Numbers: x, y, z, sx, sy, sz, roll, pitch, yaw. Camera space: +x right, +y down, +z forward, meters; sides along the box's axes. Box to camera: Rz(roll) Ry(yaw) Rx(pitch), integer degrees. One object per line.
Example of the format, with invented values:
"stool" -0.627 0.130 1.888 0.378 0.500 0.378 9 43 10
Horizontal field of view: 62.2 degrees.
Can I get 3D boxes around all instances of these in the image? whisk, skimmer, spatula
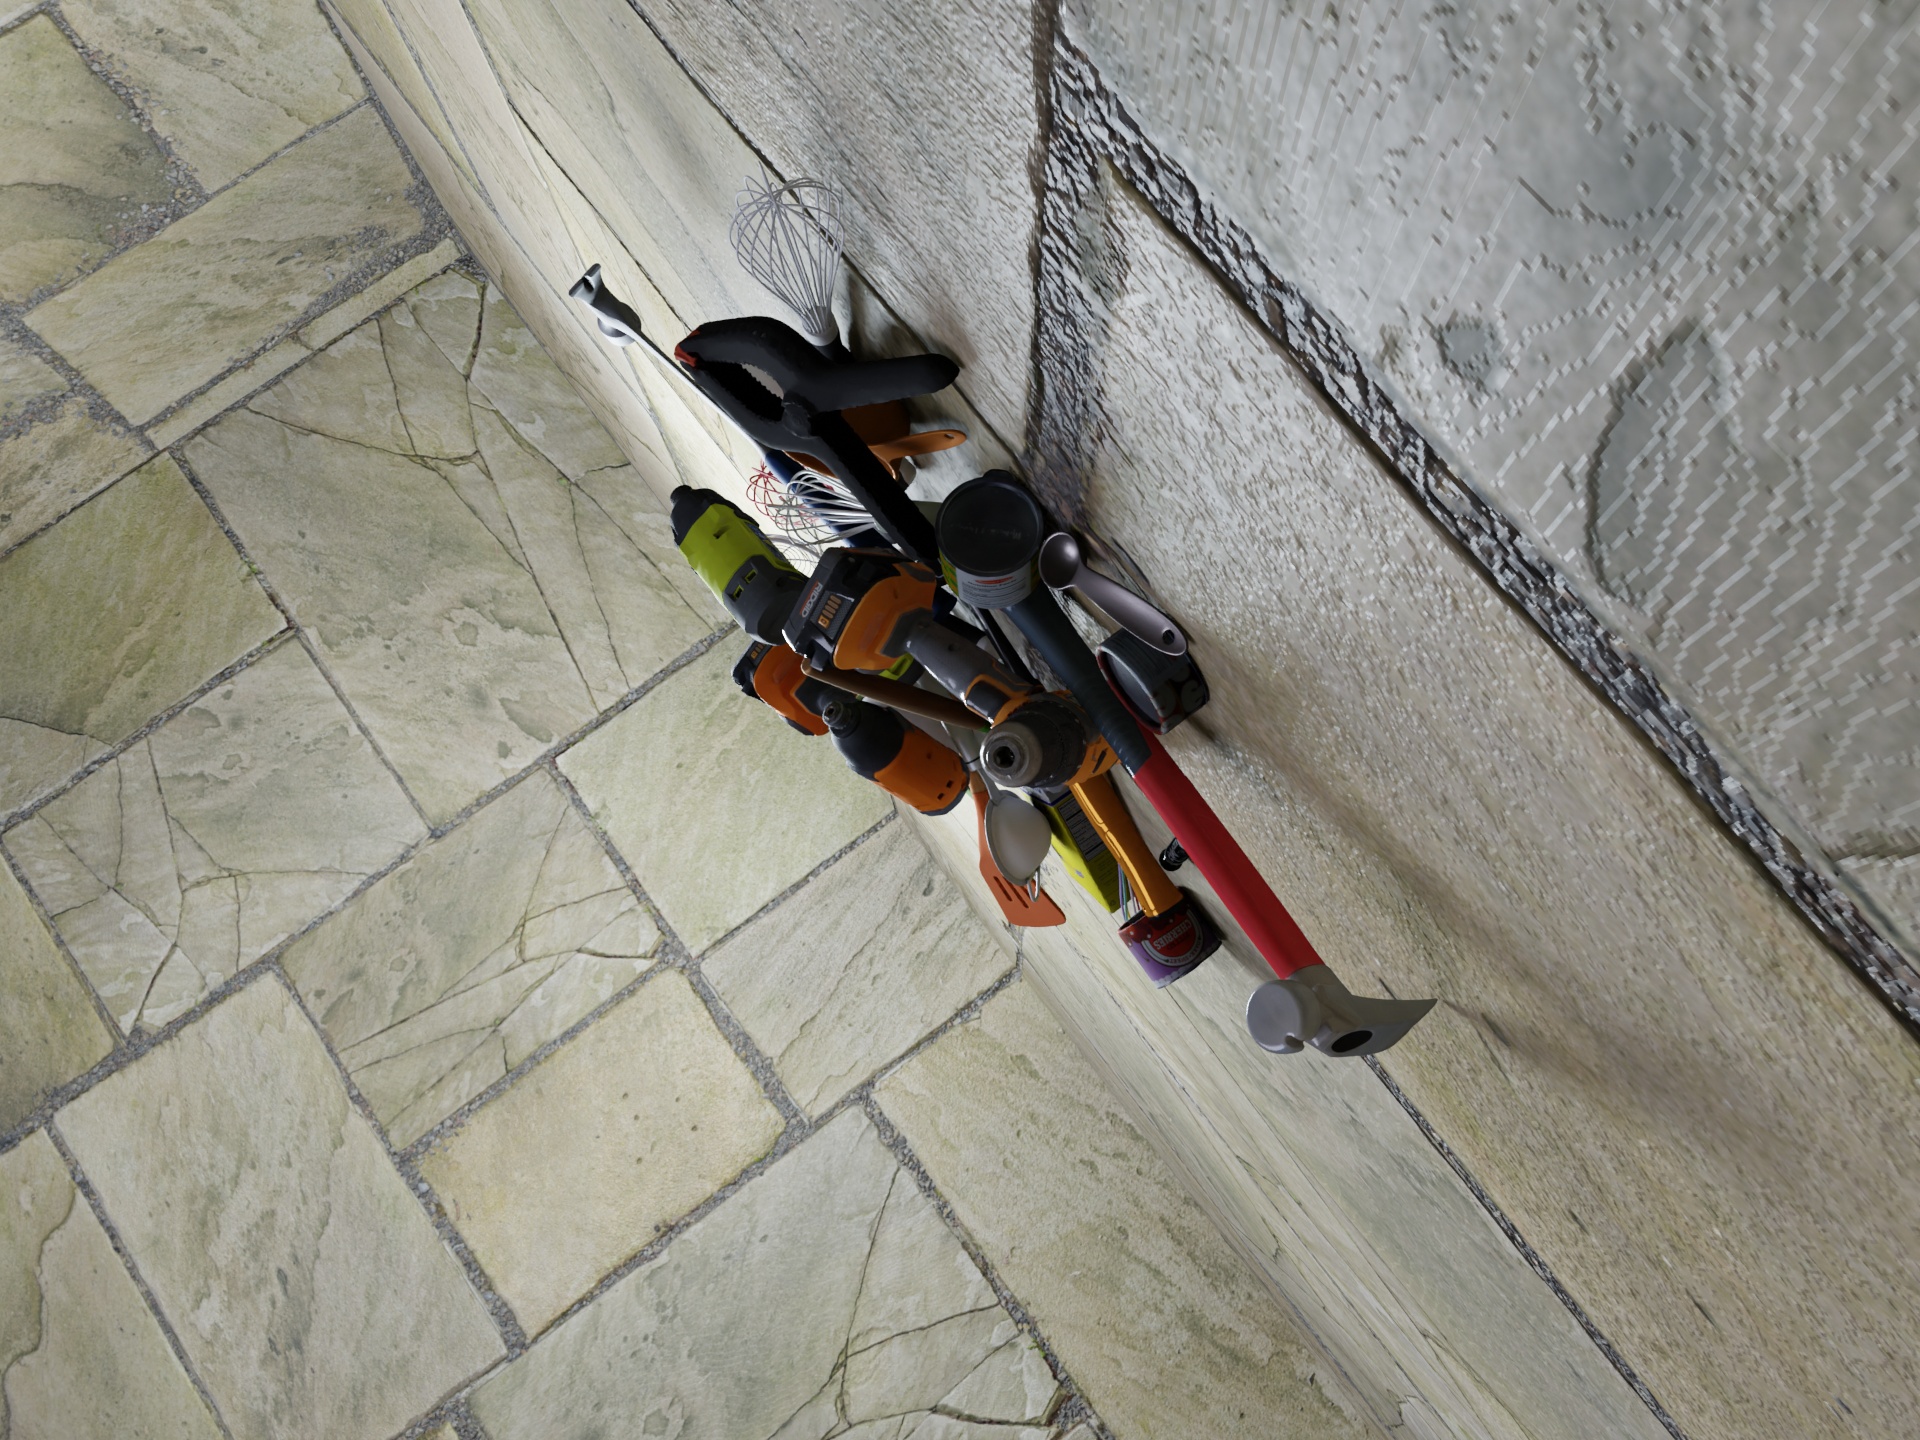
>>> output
"whisk" 0.139 0.121 1.346 0.047 0.051 0.244 53 171 49
"skimmer" -0.099 -0.091 1.434 0.364 0.090 0.127 28 161 48
"whisk" -0.119 -0.194 1.422 0.296 0.073 0.073 30 155 56
"whisk" -0.057 -0.147 1.141 0.246 0.059 0.058 13 100 48
"whisk" -0.095 -0.267 1.023 0.070 0.070 0.284 52 176 11
"spatula" 0.017 0.038 1.436 0.081 0.041 0.322 -13 93 52

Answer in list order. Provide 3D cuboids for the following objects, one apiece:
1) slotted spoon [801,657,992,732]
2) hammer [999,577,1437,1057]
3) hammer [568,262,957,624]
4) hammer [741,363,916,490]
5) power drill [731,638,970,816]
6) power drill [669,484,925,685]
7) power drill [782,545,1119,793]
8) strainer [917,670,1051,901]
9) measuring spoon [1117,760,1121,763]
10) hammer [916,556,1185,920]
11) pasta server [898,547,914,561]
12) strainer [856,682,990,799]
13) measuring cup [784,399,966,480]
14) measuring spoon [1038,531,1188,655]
"slotted spoon" -0.002 -0.004 1.204 0.313 0.031 0.070 18 -144 -46
"hammer" 0.133 0.039 0.964 0.143 0.038 0.387 9 -142 -43
"hammer" -0.162 -0.222 1.287 0.405 0.035 0.144 43 179 7
"hammer" -0.143 -0.252 1.334 0.149 0.036 0.409 40 179 -18
"power drill" -0.107 -0.010 1.403 0.227 0.084 0.164 37 180 43
"power drill" -0.128 -0.107 1.272 0.171 0.080 0.223 48 -167 35
"power drill" -0.006 -0.028 1.053 0.226 0.084 0.185 34 -164 14
"strainer" 0.020 0.042 1.369 0.258 0.050 0.087 59 -147 -9
"measuring spoon" 0.087 0.031 1.142 0.117 0.011 0.021 -11 112 41
"hammer" 0.071 0.003 1.192 0.337 0.034 0.127 58 172 -1
"pasta server" -0.060 -0.140 1.447 0.060 0.040 0.316 54 168 -4
"strainer" 0.004 0.027 1.512 0.257 0.151 0.069 45 131 28
"measuring cup" -0.050 -0.201 1.063 0.095 0.052 0.174 26 164 -39
"measuring spoon" 0.091 -0.071 0.915 0.018 0.034 0.124 -2 -147 -44
